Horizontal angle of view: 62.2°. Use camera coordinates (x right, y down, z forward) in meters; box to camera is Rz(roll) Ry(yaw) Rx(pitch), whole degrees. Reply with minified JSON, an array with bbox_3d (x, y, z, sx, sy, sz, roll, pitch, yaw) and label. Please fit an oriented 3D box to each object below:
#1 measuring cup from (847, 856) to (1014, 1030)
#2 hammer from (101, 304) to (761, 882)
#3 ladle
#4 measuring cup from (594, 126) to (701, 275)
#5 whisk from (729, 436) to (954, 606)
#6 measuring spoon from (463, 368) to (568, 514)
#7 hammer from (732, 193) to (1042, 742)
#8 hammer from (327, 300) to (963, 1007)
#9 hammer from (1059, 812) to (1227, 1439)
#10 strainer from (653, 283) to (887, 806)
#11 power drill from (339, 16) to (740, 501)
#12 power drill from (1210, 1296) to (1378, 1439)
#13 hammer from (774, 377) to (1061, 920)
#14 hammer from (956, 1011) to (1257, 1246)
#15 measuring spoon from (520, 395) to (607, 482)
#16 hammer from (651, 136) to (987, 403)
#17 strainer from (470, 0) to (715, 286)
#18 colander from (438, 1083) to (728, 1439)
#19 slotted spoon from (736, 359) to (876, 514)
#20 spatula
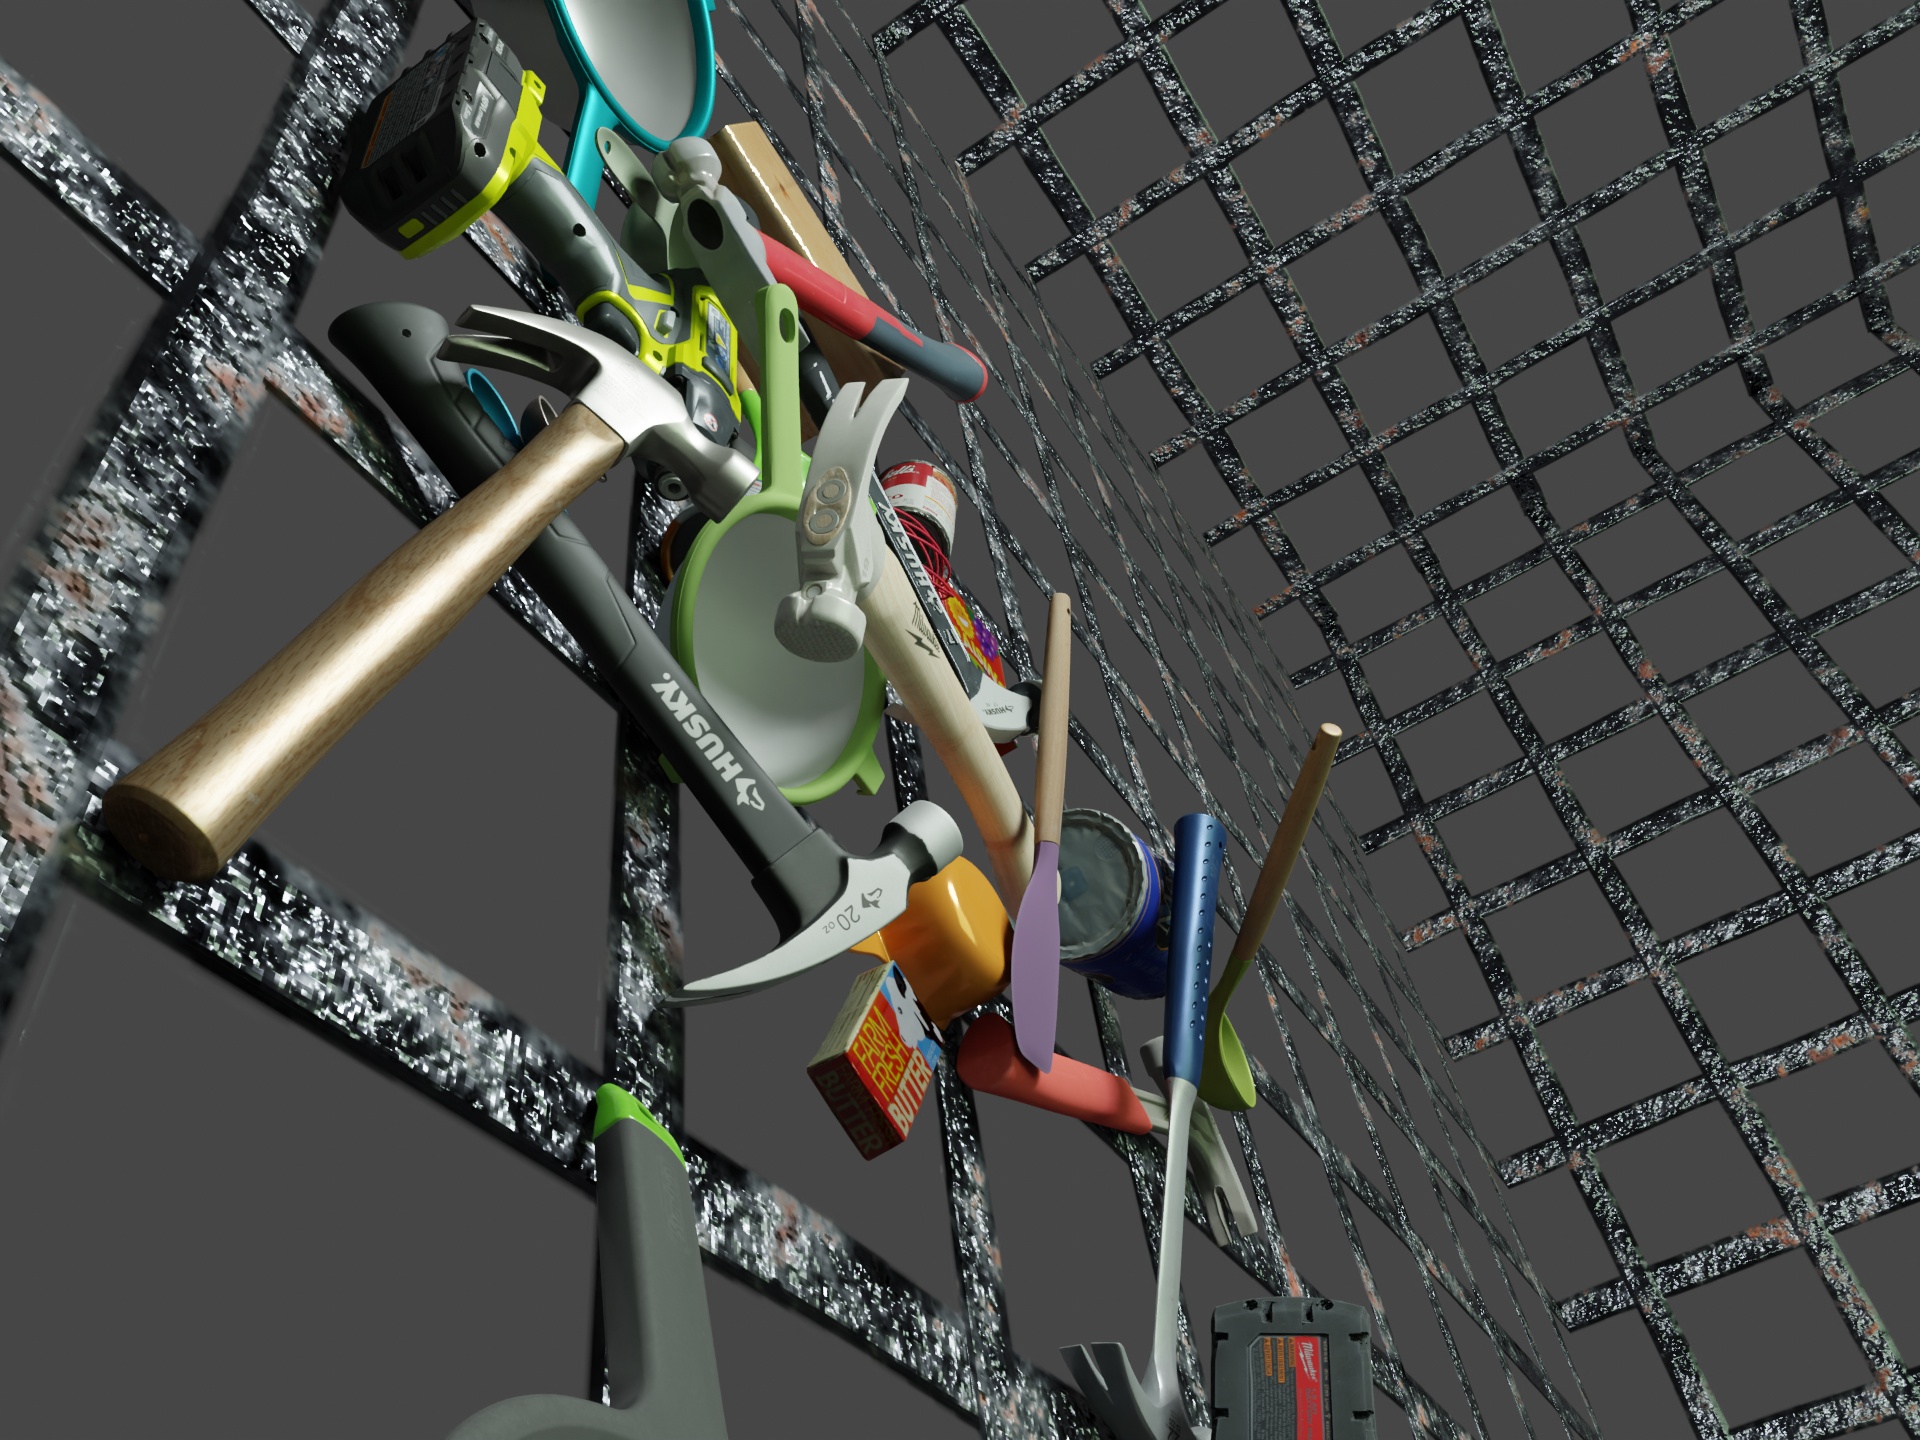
[{"bbox_3d":[-0.022,0.107,0.842,0.173,0.052,0.095,31,34,-63],"label":"measuring cup"},{"bbox_3d":[-0.180,-0.058,0.561,0.130,0.031,0.331,40,34,-11],"label":"hammer"},{"bbox_3d":[0.203,0.134,1.035,0.078,0.062,0.320,-92,-168,-54],"label":"ladle"},{"bbox_3d":[-0.188,-0.293,0.922,0.167,0.038,0.083,46,53,-72],"label":"measuring cup"},{"bbox_3d":[-0.100,-0.137,1.020,0.295,0.073,0.073,31,33,-47],"label":"whisk"},{"bbox_3d":[-0.200,-0.101,0.735,0.042,0.021,0.128,-106,170,-62],"label":"measuring spoon"},{"bbox_3d":[-0.071,-0.165,1.005,0.149,0.036,0.409,-7,66,-57],"label":"hammer"},{"bbox_3d":[-0.149,-0.035,0.658,0.146,0.035,0.335,-38,90,-35],"label":"hammer"},{"bbox_3d":[0.128,0.223,0.937,0.143,0.035,0.406,48,38,-36],"label":"hammer"},{"bbox_3d":[-0.107,-0.084,0.782,0.151,0.069,0.256,8,79,-55],"label":"strainer"},{"bbox_3d":[-0.197,-0.224,0.811,0.223,0.080,0.171,45,27,-40],"label":"power drill"},{"bbox_3d":[0.195,0.387,0.869,0.226,0.080,0.188,65,25,-47],"label":"power drill"},{"bbox_3d":[-0.001,-0.003,0.866,0.410,0.038,0.146,62,33,-56],"label":"hammer"},{"bbox_3d":[0.096,0.247,0.997,0.358,0.036,0.149,35,30,-57],"label":"hammer"},{"bbox_3d":[-0.191,-0.128,0.769,0.124,0.018,0.034,140,-75,-89],"label":"measuring spoon"},{"bbox_3d":[-0.059,-0.250,1.039,0.143,0.038,0.386,61,18,13],"label":"hammer"},{"bbox_3d":[-0.249,-0.397,0.976,0.210,0.095,0.341,50,39,-57],"label":"strainer"},{"bbox_3d":[-0.098,0.226,0.394,0.204,0.094,0.397,53,0,-24],"label":"colander"},{"bbox_3d":[-0.139,-0.210,0.972,0.070,0.031,0.314,-1,45,-39],"label":"slotted spoon"},{"bbox_3d":[0.051,0.051,0.937,0.059,0.018,0.316,49,37,-46],"label":"spatula"}]
